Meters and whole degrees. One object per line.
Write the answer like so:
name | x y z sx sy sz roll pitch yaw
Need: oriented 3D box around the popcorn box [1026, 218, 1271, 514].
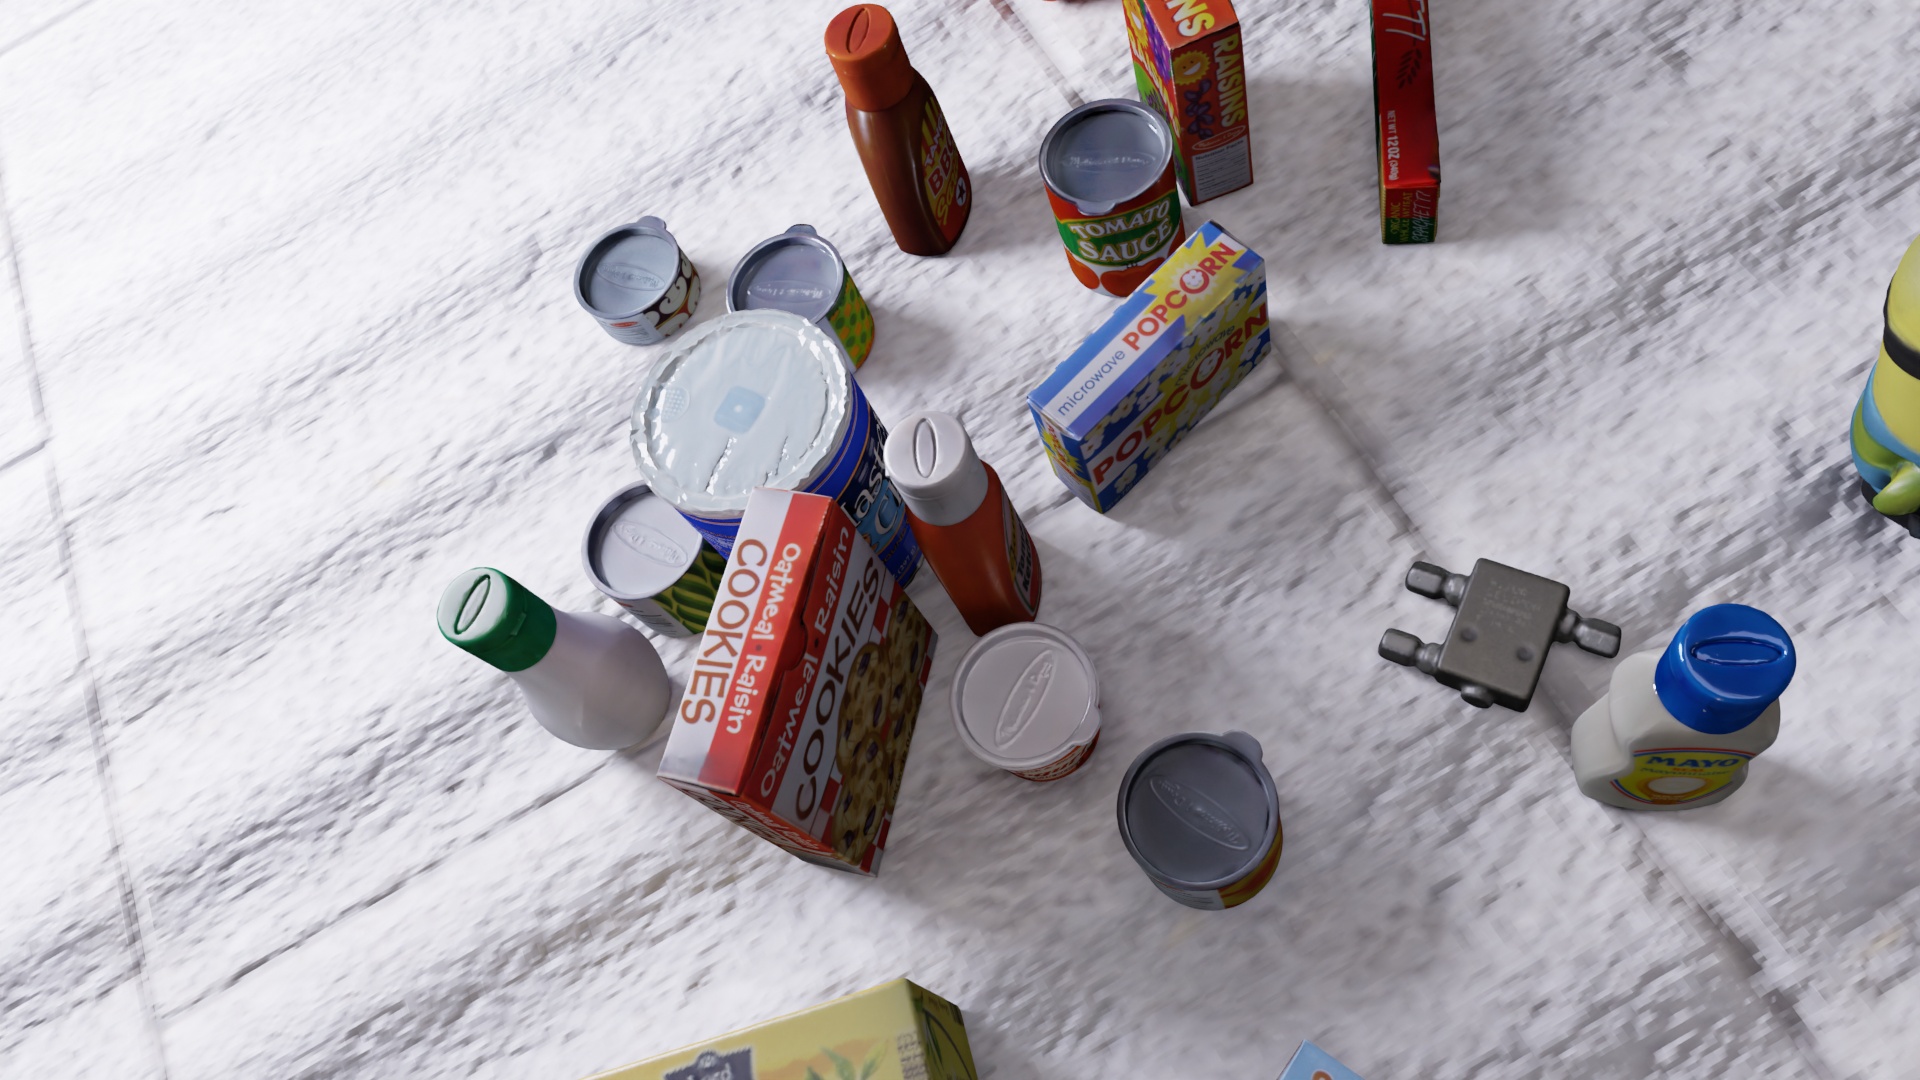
popcorn box | 0.094 -0.081 0.673 0.127 0.085 0.038 -44 63 -7

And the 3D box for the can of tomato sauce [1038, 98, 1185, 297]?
can of tomato sauce | 0.081 -0.174 0.720 0.071 0.083 0.071 -6 65 13

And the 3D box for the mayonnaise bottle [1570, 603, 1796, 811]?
mayonnaise bottle | 0.273 0.066 0.522 0.065 0.147 0.041 -1 66 15

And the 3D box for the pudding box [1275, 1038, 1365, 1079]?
pudding box | 0.160 0.230 0.533 0.084 0.049 0.030 31 78 25

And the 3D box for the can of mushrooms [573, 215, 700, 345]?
can of mushrooms | -0.186 -0.151 0.808 0.071 0.033 0.071 -6 65 12

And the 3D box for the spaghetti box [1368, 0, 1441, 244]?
spaghetti box | 0.235 -0.275 0.744 0.029 0.050 0.251 -1 66 14

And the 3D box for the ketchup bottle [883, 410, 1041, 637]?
ketchup bottle | 0.002 -0.008 0.628 0.043 0.148 0.065 -9 65 11

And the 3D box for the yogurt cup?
yogurt cup | 0.033 0.077 0.634 0.072 0.053 0.072 -6 65 12

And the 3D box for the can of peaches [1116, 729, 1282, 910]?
can of peaches | 0.105 0.119 0.593 0.071 0.058 0.071 -6 65 12

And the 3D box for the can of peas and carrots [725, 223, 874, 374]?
can of peas and carrots | -0.085 -0.126 0.756 0.071 0.058 0.071 -6 65 12

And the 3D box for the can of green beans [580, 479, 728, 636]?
can of green beans | -0.150 0.010 0.711 0.071 0.057 0.071 -6 65 12

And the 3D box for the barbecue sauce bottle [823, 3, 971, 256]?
barbecue sauce bottle | -0.032 -0.216 0.732 0.044 0.148 0.065 6 68 18

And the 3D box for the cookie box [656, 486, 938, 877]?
cookie box | -0.060 0.067 0.599 0.040 0.167 0.123 8 69 18

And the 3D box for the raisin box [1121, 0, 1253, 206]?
raisin box | 0.117 -0.247 0.721 0.040 0.123 0.086 -20 63 6

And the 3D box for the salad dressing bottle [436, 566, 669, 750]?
salad dressing bottle | -0.187 0.055 0.649 0.044 0.147 0.064 16 72 21
